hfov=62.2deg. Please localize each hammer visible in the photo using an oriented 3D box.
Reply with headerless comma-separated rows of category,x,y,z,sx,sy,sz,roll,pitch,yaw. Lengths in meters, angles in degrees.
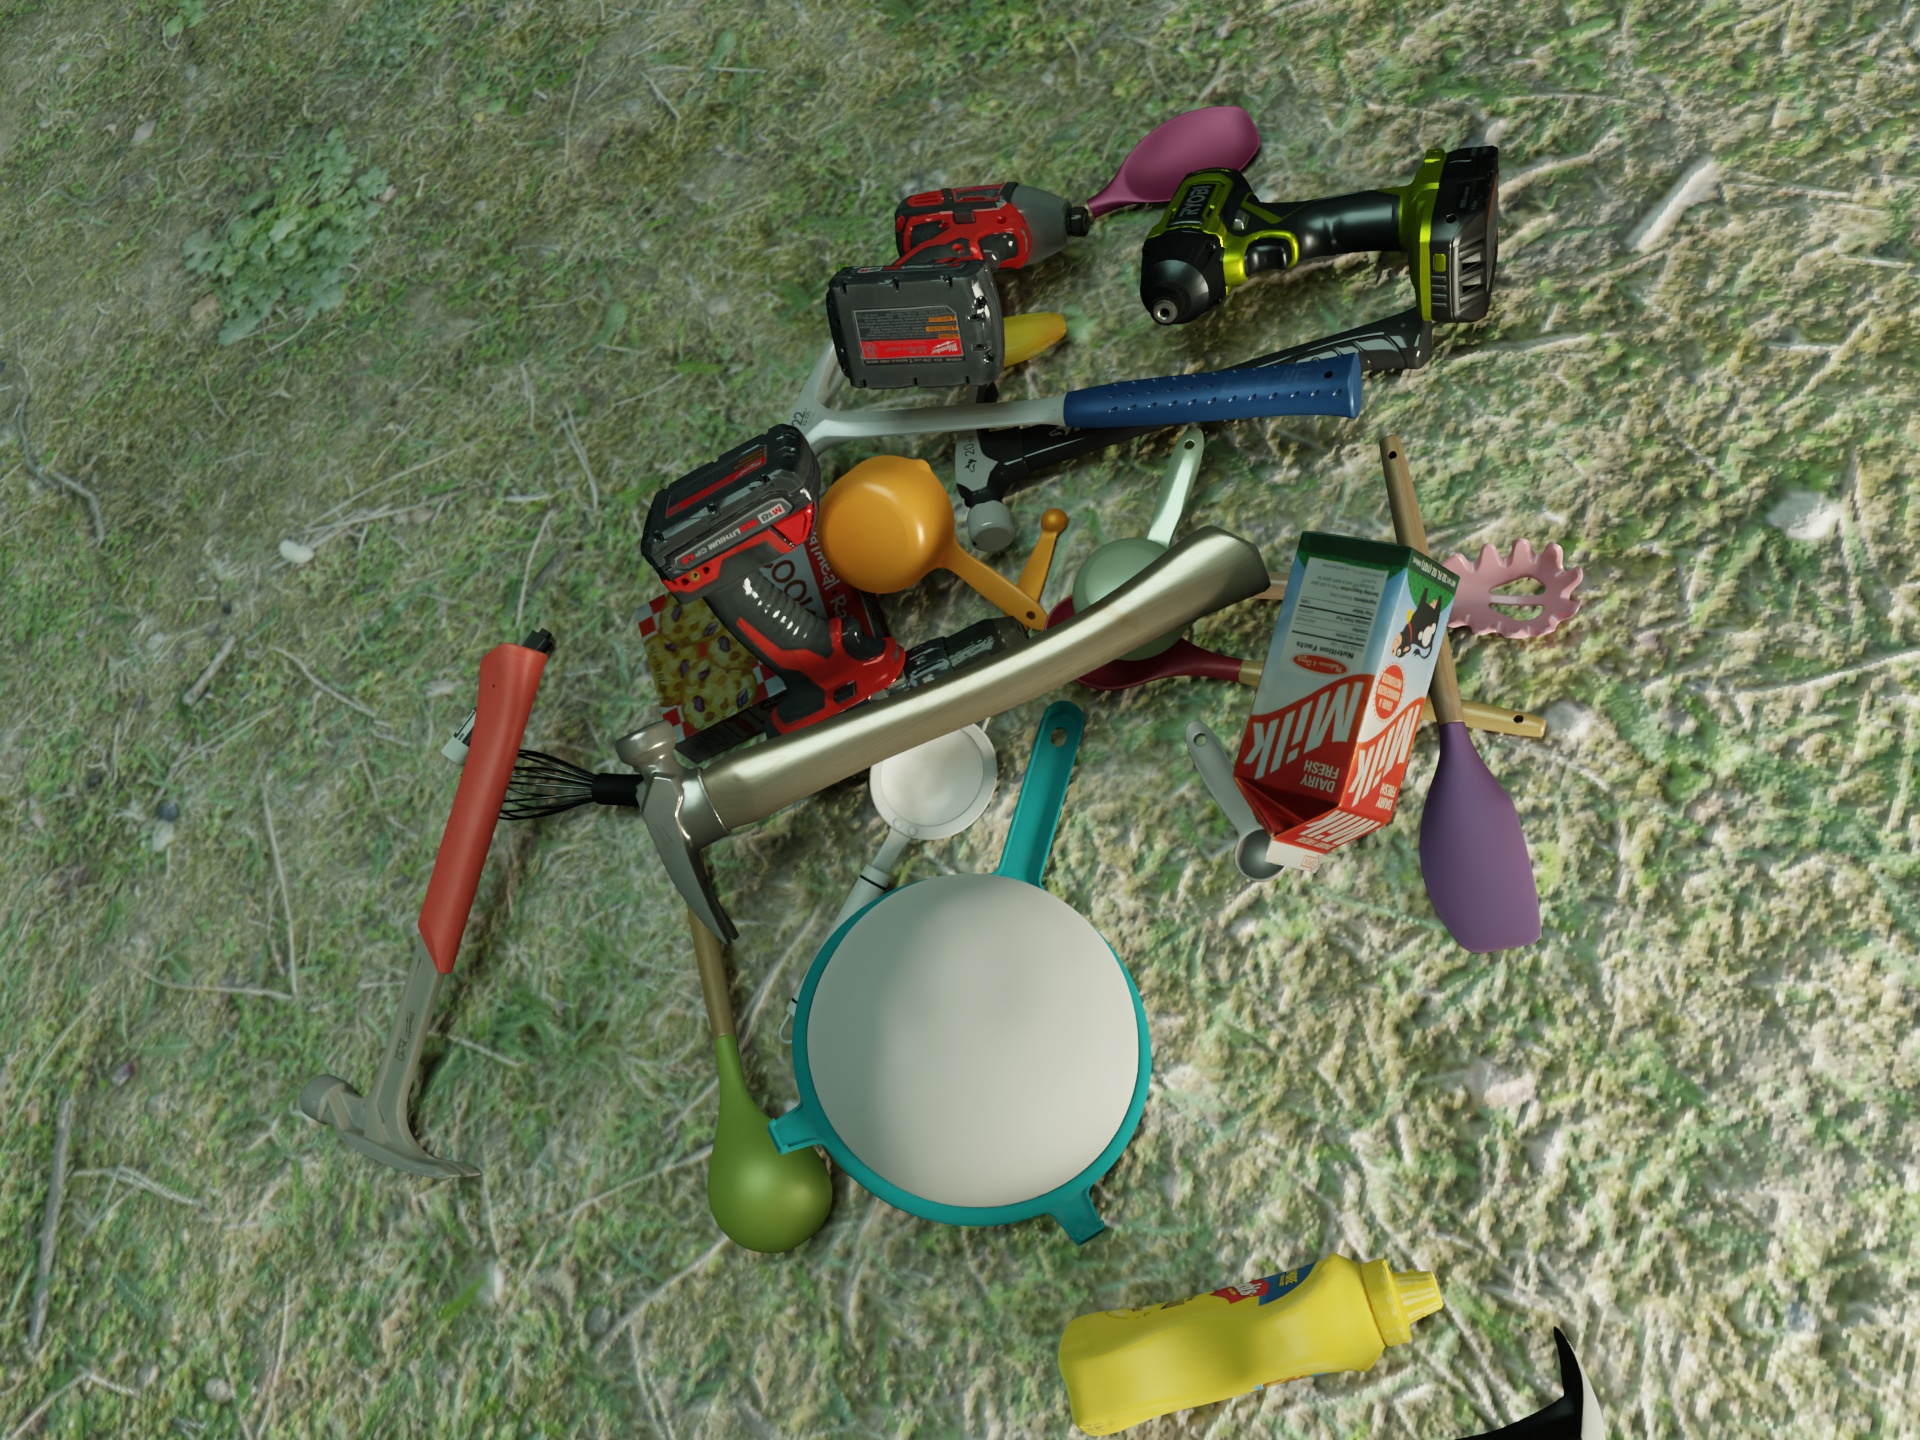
hammer,0.063,-0.215,1.075,0.405,0.035,0.144,0,63,24
hammer,0.152,0.384,0.800,0.337,0.127,0.034,-22,90,22
hammer,-0.002,-0.003,0.978,0.410,0.038,0.146,-24,92,6
hammer,-0.344,0.124,1.093,0.149,0.036,0.359,14,86,27
hammer,0.156,-0.223,1.089,0.335,0.035,0.146,-15,57,13

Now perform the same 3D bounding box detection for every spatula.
spatula,0.281,-0.021,0.937,0.060,0.018,0.316,-12,75,19

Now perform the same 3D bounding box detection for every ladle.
ladle,0.201,-0.028,0.994,0.315,0.031,0.069,13,75,24
ladle,-0.150,0.187,1.033,0.078,0.062,0.321,-31,53,16

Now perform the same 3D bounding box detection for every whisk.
whisk,-0.253,0.047,1.117,0.239,0.055,0.055,2,68,25

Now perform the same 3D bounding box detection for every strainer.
strainer,0.029,0.115,0.926,0.211,0.095,0.341,16,60,3
strainer,-0.053,0.093,1.028,0.258,0.086,0.050,-61,22,-4

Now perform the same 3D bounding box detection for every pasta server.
pasta server,0.224,-0.086,1.004,0.316,0.040,0.060,5,83,25

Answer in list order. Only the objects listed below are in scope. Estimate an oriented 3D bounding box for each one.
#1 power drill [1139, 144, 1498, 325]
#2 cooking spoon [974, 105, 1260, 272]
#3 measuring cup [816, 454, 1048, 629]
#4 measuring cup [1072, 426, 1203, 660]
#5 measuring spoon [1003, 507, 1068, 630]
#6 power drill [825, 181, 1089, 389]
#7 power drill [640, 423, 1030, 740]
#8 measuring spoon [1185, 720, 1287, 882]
power drill,0.235,-0.313,1.054,0.223,0.080,0.171,3,42,22
cooking spoon,0.075,-0.374,1.202,0.319,0.017,0.069,-25,72,9
measuring cup,-0.019,-0.105,1.061,0.173,0.052,0.095,35,121,6
measuring cup,0.123,-0.121,1.019,0.083,0.038,0.168,15,77,23
measuring spoon,0.047,-0.096,1.092,0.021,0.011,0.117,13,73,26
power drill,0.002,-0.314,1.108,0.143,0.078,0.220,2,37,19
power drill,-0.076,-0.074,1.017,0.188,0.226,0.080,-26,31,11
measuring spoon,0.169,0.049,0.982,0.034,0.018,0.124,-32,53,12
